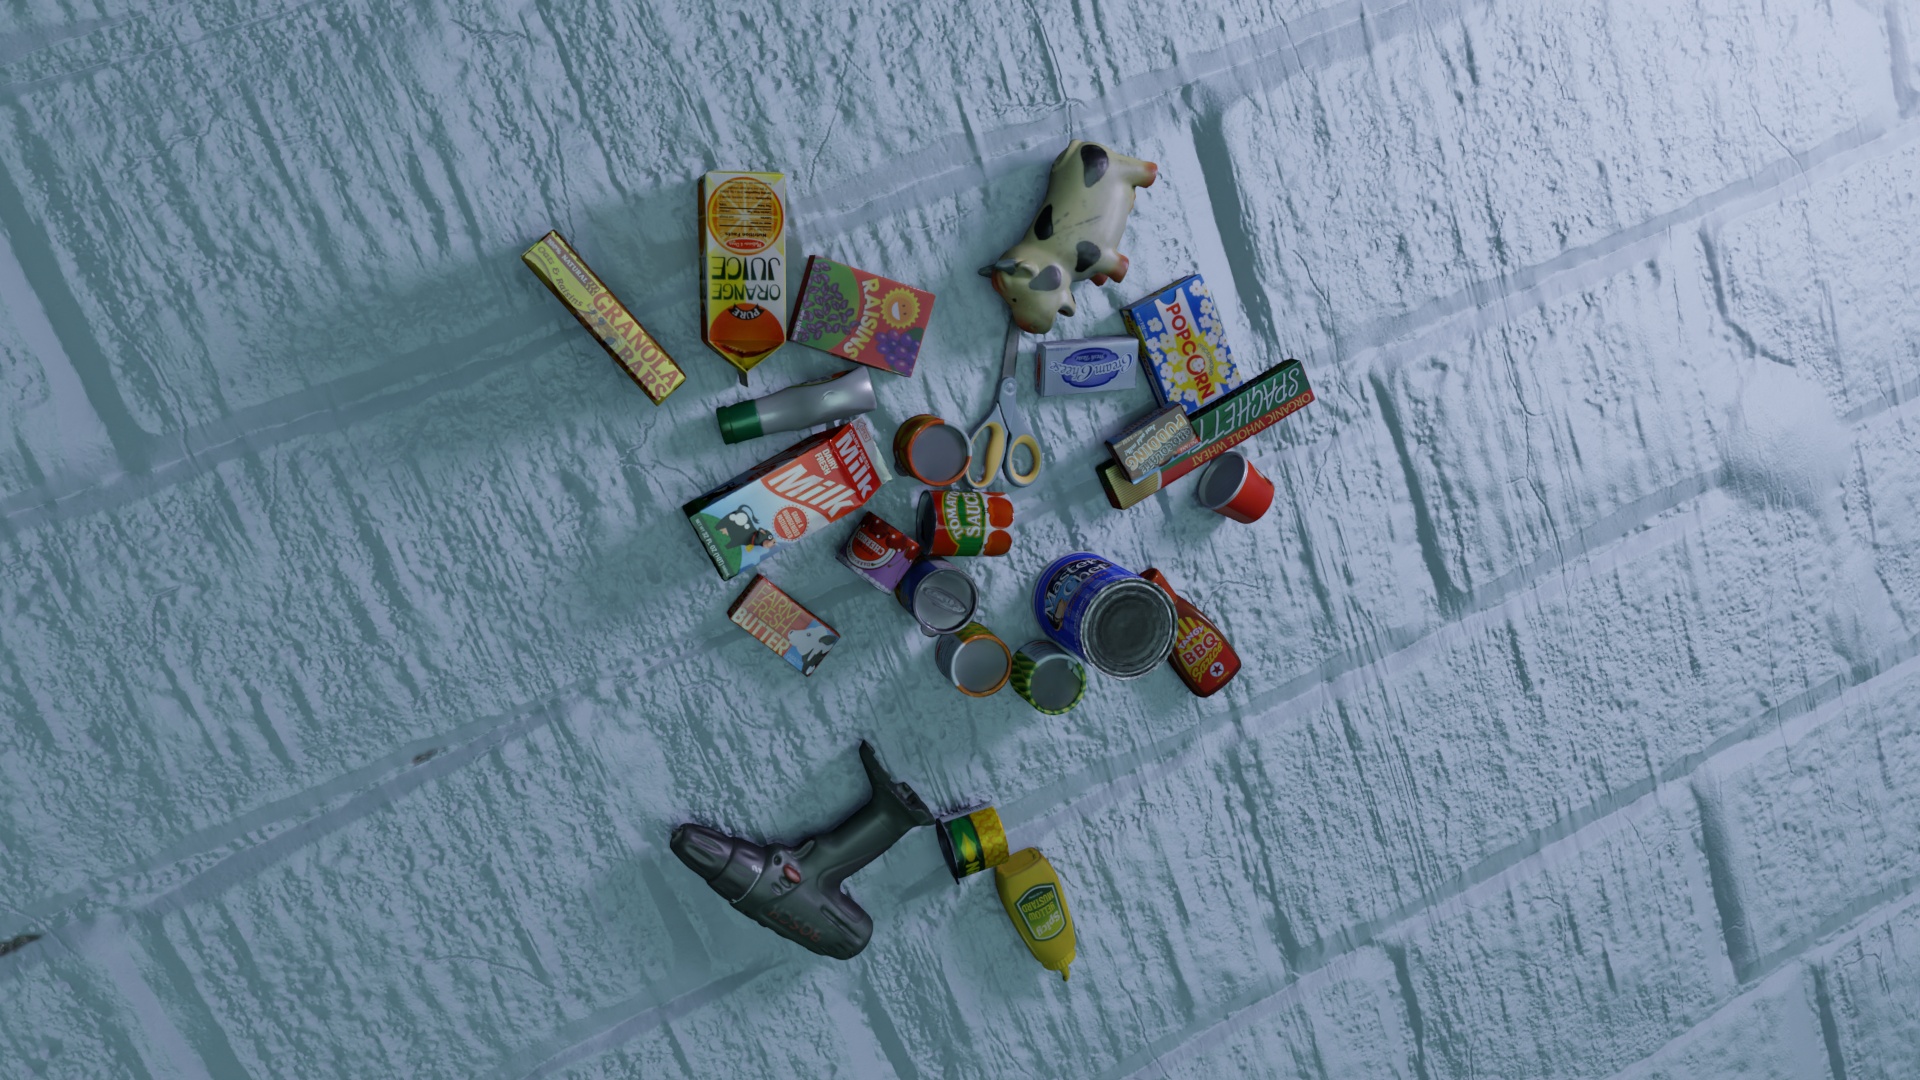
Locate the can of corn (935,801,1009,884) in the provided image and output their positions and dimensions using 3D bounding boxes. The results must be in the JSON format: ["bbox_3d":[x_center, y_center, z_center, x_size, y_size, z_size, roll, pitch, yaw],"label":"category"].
[{"bbox_3d":[0.013,0.312,1.435,0.058,0.071,0.071,-16,104,-14],"label":"can of corn"}]

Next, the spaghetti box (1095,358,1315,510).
[{"bbox_3d":[0.259,-0.113,1.456,0.250,0.029,0.050,-29,107,-10],"label":"spaghetti box"}]

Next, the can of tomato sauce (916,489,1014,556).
[{"bbox_3d":[0.005,-0.017,1.375,0.083,0.071,0.071,1,99,-18],"label":"can of tomato sauce"}]

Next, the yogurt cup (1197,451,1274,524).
[{"bbox_3d":[0.292,-0.053,1.459,0.054,0.072,0.072,30,90,-27],"label":"yogurt cup"}]

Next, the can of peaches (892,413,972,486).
[{"bbox_3d":[-0.029,-0.087,1.358,0.071,0.058,0.071,-3,100,-17],"label":"can of peaches"}]

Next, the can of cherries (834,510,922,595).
[{"bbox_3d":[-0.080,0.011,1.353,0.071,0.071,0.058,36,88,-19],"label":"can of cherries"}]

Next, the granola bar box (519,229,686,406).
[{"bbox_3d":[-0.312,-0.197,1.219,0.039,0.124,0.165,-42,109,-4],"label":"granola bar box"}]

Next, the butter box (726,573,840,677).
[{"bbox_3d":[-0.173,0.083,1.362,0.103,0.024,0.053,40,88,-19],"label":"butter box"}]

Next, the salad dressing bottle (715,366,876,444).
[{"bbox_3d":[-0.155,-0.126,1.314,0.148,0.064,0.044,-16,96,-6],"label":"salad dressing bottle"}]

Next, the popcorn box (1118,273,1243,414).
[{"bbox_3d":[0.227,-0.198,1.427,0.085,0.038,0.126,-28,107,-9],"label":"popcorn box"}]

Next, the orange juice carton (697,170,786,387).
[{"bbox_3d":[-0.200,-0.237,1.273,0.073,0.072,0.192,-2,100,-16],"label":"orange juice carton"}]

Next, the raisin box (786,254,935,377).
[{"bbox_3d":[-0.096,-0.213,1.327,0.123,0.040,0.086,15,94,-17],"label":"raisin box"}]

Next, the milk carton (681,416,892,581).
[{"bbox_3d":[-0.161,-0.043,1.318,0.191,0.073,0.072,-29,106,-10],"label":"milk carton"}]

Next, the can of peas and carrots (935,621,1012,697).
[{"bbox_3d":[0.016,0.120,1.408,0.071,0.059,0.070,-3,101,-16],"label":"can of peas and carrots"}]

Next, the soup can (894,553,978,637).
[{"bbox_3d":[-0.027,0.053,1.370,0.071,0.084,0.071,-3,101,-16],"label":"soup can"}]

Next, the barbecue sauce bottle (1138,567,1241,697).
[{"bbox_3d":[0.235,0.095,1.478,0.065,0.044,0.148,-40,108,-7],"label":"barbecue sauce bottle"}]

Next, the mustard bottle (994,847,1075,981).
[{"bbox_3d":[0.090,0.408,1.485,0.065,0.049,0.160,-26,106,-9],"label":"mustard bottle"}]

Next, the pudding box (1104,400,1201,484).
[{"bbox_3d":[0.194,-0.099,1.403,0.084,0.030,0.049,-31,106,-2],"label":"pudding box"}]

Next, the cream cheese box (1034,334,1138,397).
[{"bbox_3d":[0.128,-0.177,1.402,0.104,0.024,0.053,-7,116,-15],"label":"cream cheese box"}]

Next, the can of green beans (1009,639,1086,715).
[{"bbox_3d":[0.090,0.142,1.434,0.071,0.058,0.071,-3,101,-16],"label":"can of green beans"}]
